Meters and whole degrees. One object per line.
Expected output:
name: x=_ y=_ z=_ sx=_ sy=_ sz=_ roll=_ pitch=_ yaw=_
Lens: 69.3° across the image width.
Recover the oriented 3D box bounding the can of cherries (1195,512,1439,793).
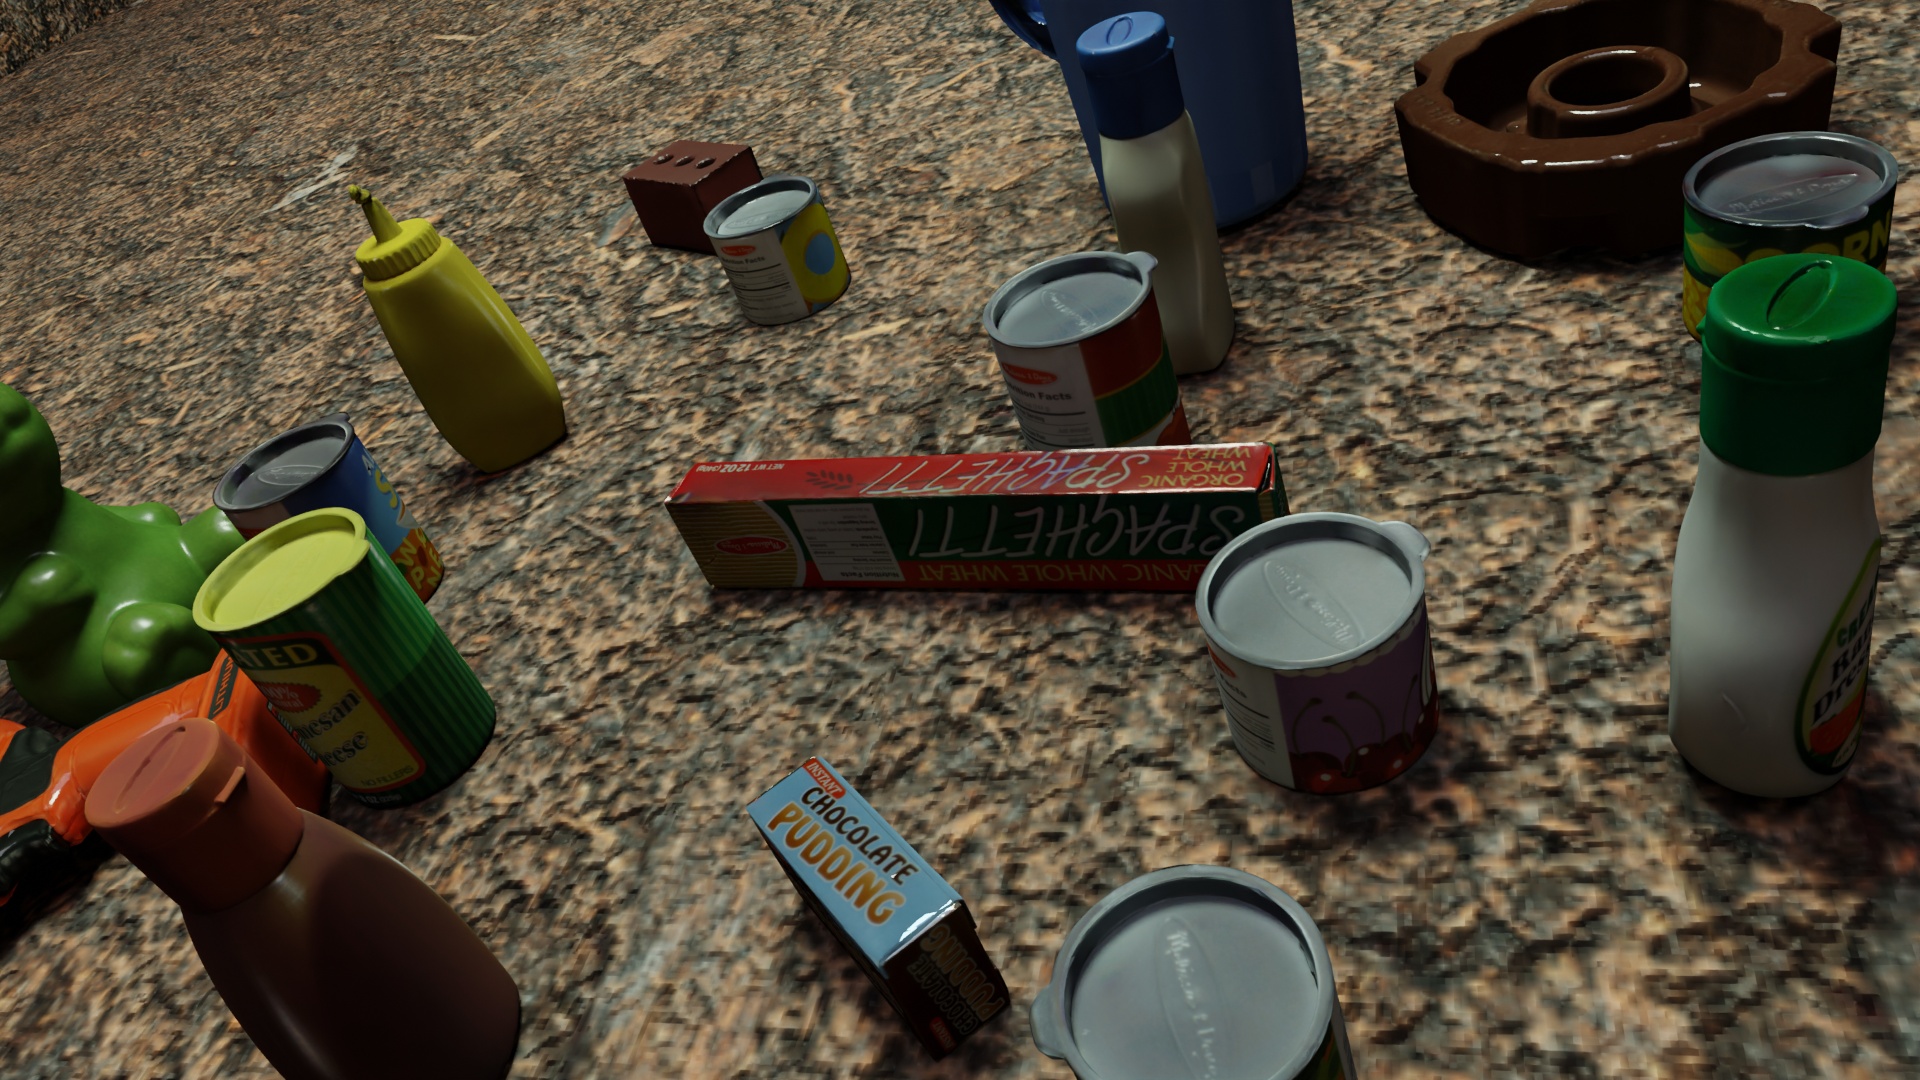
can of cherries: x=0.113 y=0.033 z=0.424 sx=0.071 sy=0.058 sz=0.072 roll=-13 pitch=37 yaw=11

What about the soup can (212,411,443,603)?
soup can: x=-0.290 y=-0.006 z=0.649 sx=0.071 sy=0.083 sz=0.072 roll=-13 pitch=37 yaw=11

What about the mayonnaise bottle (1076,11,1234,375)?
mayonnaise bottle: x=0.084 y=-0.145 z=0.587 sx=0.041 sy=0.147 sz=0.065 roll=-6 pitch=39 yaw=20

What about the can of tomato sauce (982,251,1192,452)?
can of tomato sauce: x=0.054 y=-0.064 z=0.554 sx=0.071 sy=0.082 sz=0.071 roll=-13 pitch=37 yaw=11

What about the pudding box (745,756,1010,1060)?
pudding box: x=-0.025 y=0.105 z=0.409 sx=0.030 sy=0.049 sz=0.084 roll=-35 pitch=39 yaw=-18

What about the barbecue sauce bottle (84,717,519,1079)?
barbecue sauce bottle: x=-0.182 y=0.112 z=0.394 sx=0.043 sy=0.148 sz=0.065 roll=-8 pitch=39 yaw=17

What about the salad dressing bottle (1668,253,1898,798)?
salad dressing bottle: x=0.204 y=0.001 z=0.346 sx=0.044 sy=0.147 sz=0.064 roll=20 pitch=53 yaw=42

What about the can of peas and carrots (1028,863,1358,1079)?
can of peas and carrots: x=0.058 y=0.124 z=0.337 sx=0.071 sy=0.058 sz=0.071 roll=-13 pitch=37 yaw=11

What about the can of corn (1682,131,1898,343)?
can of corn: x=0.302 y=-0.106 z=0.507 sx=0.071 sy=0.058 sz=0.071 roll=-13 pitch=37 yaw=11

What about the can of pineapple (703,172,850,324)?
can of pineapple: x=-0.100 y=-0.163 z=0.774 sx=0.071 sy=0.057 sz=0.071 roll=-13 pitch=37 yaw=11

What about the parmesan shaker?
parmesan shaker: x=-0.232 y=0.047 z=0.538 sx=0.071 sy=0.102 sz=0.072 roll=-14 pitch=37 yaw=11

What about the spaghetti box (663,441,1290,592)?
spaghetti box: x=0.002 y=-0.007 z=0.535 sx=0.250 sy=0.050 sz=0.029 roll=-1 pitch=41 yaw=25

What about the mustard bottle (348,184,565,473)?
mustard bottle: x=-0.259 y=-0.111 z=0.701 sx=0.065 sy=0.159 sz=0.049 roll=-28 pitch=37 yaw=-9
